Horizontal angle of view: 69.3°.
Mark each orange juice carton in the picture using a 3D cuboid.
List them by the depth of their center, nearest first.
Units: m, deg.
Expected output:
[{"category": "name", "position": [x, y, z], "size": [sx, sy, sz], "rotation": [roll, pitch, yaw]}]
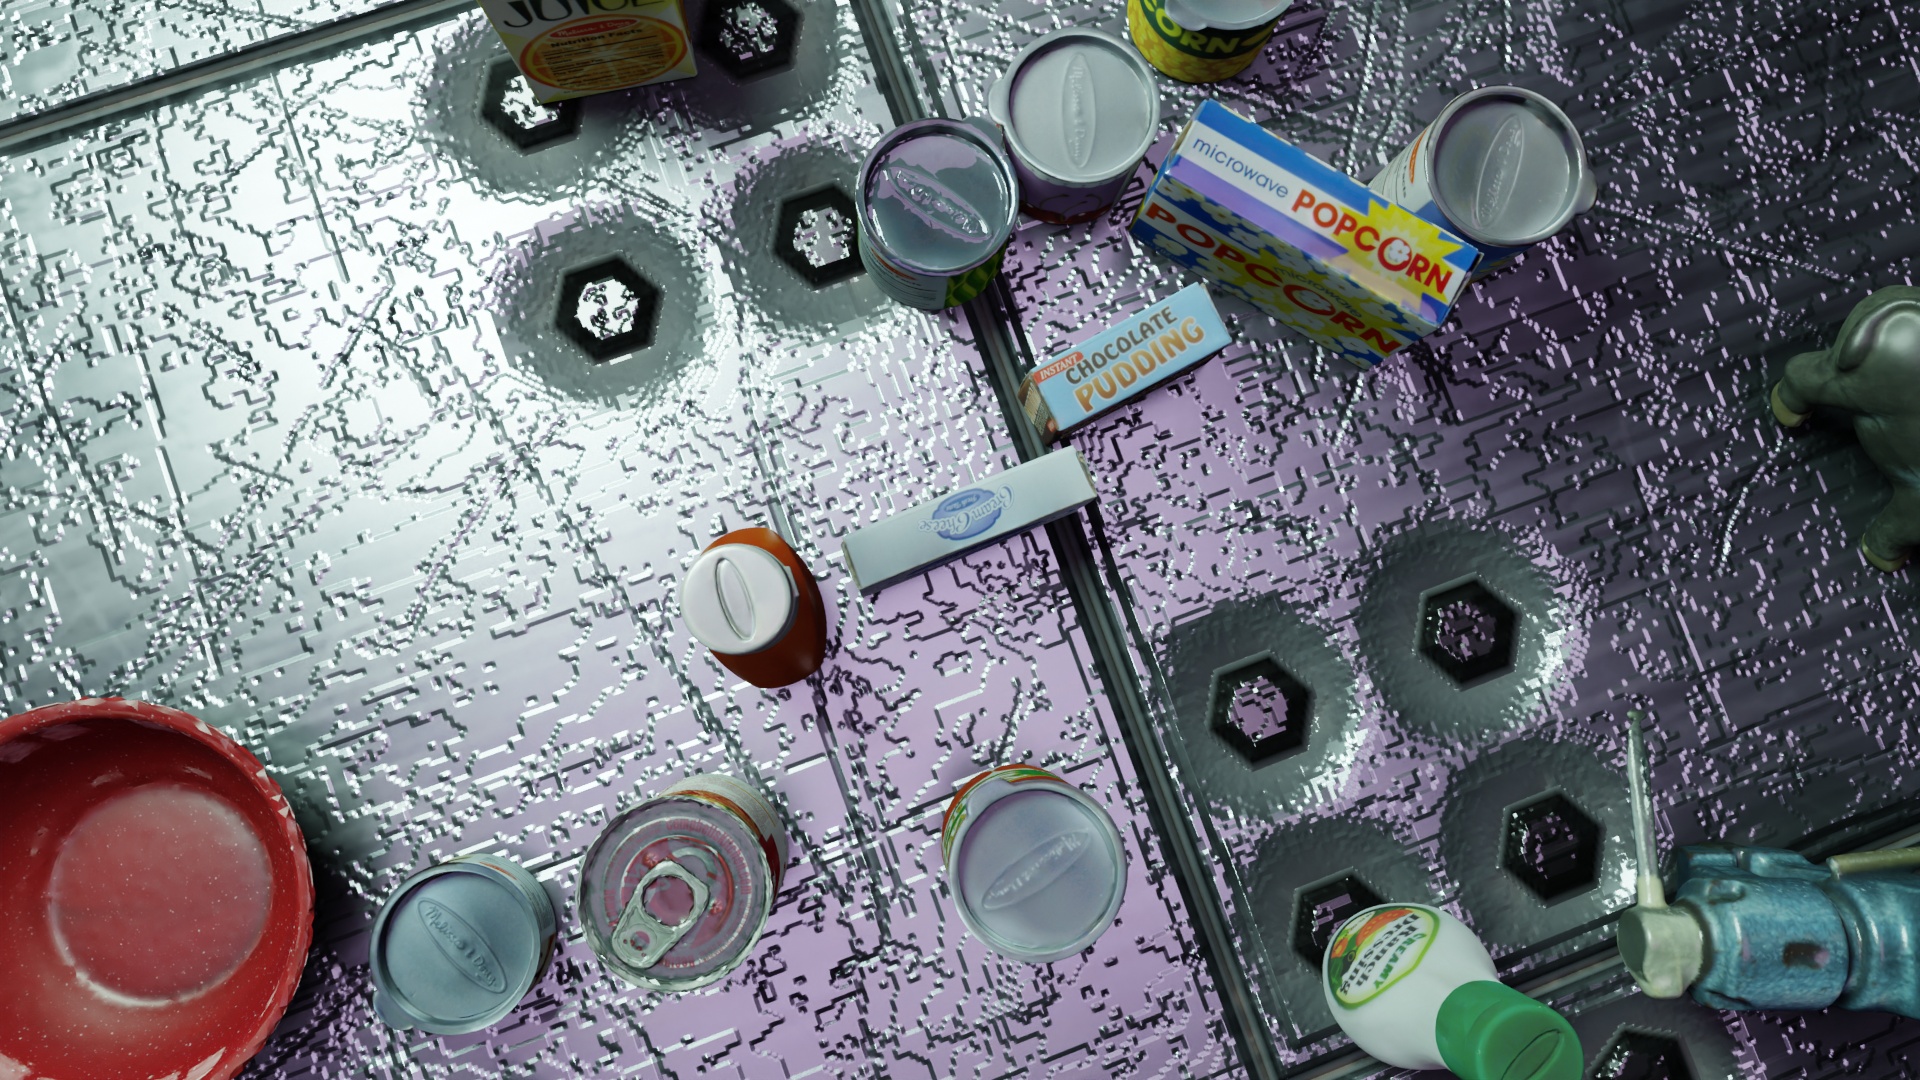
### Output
[{"category": "orange juice carton", "position": [-0.152, -0.238, 0.518], "size": [0.073, 0.192, 0.072], "rotation": [-13, 86, -4]}]

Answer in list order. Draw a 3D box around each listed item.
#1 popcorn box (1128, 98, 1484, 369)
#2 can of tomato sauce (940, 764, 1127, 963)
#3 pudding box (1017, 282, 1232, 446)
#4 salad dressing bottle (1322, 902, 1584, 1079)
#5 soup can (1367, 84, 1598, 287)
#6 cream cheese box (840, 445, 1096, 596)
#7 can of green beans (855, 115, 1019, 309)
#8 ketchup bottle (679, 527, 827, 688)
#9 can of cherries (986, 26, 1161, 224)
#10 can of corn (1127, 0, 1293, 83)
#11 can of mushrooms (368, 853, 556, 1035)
[{"category": "popcorn box", "position": [0.138, -0.125, 0.579], "size": [0.127, 0.085, 0.038], "rotation": [29, 84, 0]}, {"category": "can of tomato sauce", "position": [0.025, 0.123, 0.549], "size": [0.071, 0.083, 0.071], "rotation": [0, 85, -3]}, {"category": "pudding box", "position": [0.068, -0.074, 0.587], "size": [0.084, 0.049, 0.030], "rotation": [-28, 87, -5]}, {"category": "salad dressing bottle", "position": [0.181, 0.174, 0.522], "size": [0.064, 0.147, 0.044], "rotation": [-43, 89, -6]}, {"category": "soup can", "position": [0.214, -0.143, 0.586], "size": [0.071, 0.083, 0.071], "rotation": [0, 85, -3]}, {"category": "cream cheese box", "position": [0.002, -0.007, 0.575], "size": [0.104, 0.053, 0.024], "rotation": [-22, 87, -5]}, {"category": "can of green beans", "position": [-0.011, -0.136, 0.584], "size": [0.071, 0.058, 0.071], "rotation": [0, 85, -3]}, {"category": "ketchup bottle", "position": [-0.076, 0.024, 0.520], "size": [0.043, 0.148, 0.064], "rotation": [-19, 87, -5]}, {"category": "can of cherries", "position": [0.045, -0.175, 0.591], "size": [0.071, 0.058, 0.071], "rotation": [0, 85, -3]}, {"category": "can of corn", "position": [0.108, -0.238, 0.601], "size": [0.071, 0.058, 0.071], "rotation": [0, 85, -3]}, {"category": "can of mushrooms", "position": [-0.200, 0.162, 0.557], "size": [0.071, 0.033, 0.071], "rotation": [0, 85, -3]}]
